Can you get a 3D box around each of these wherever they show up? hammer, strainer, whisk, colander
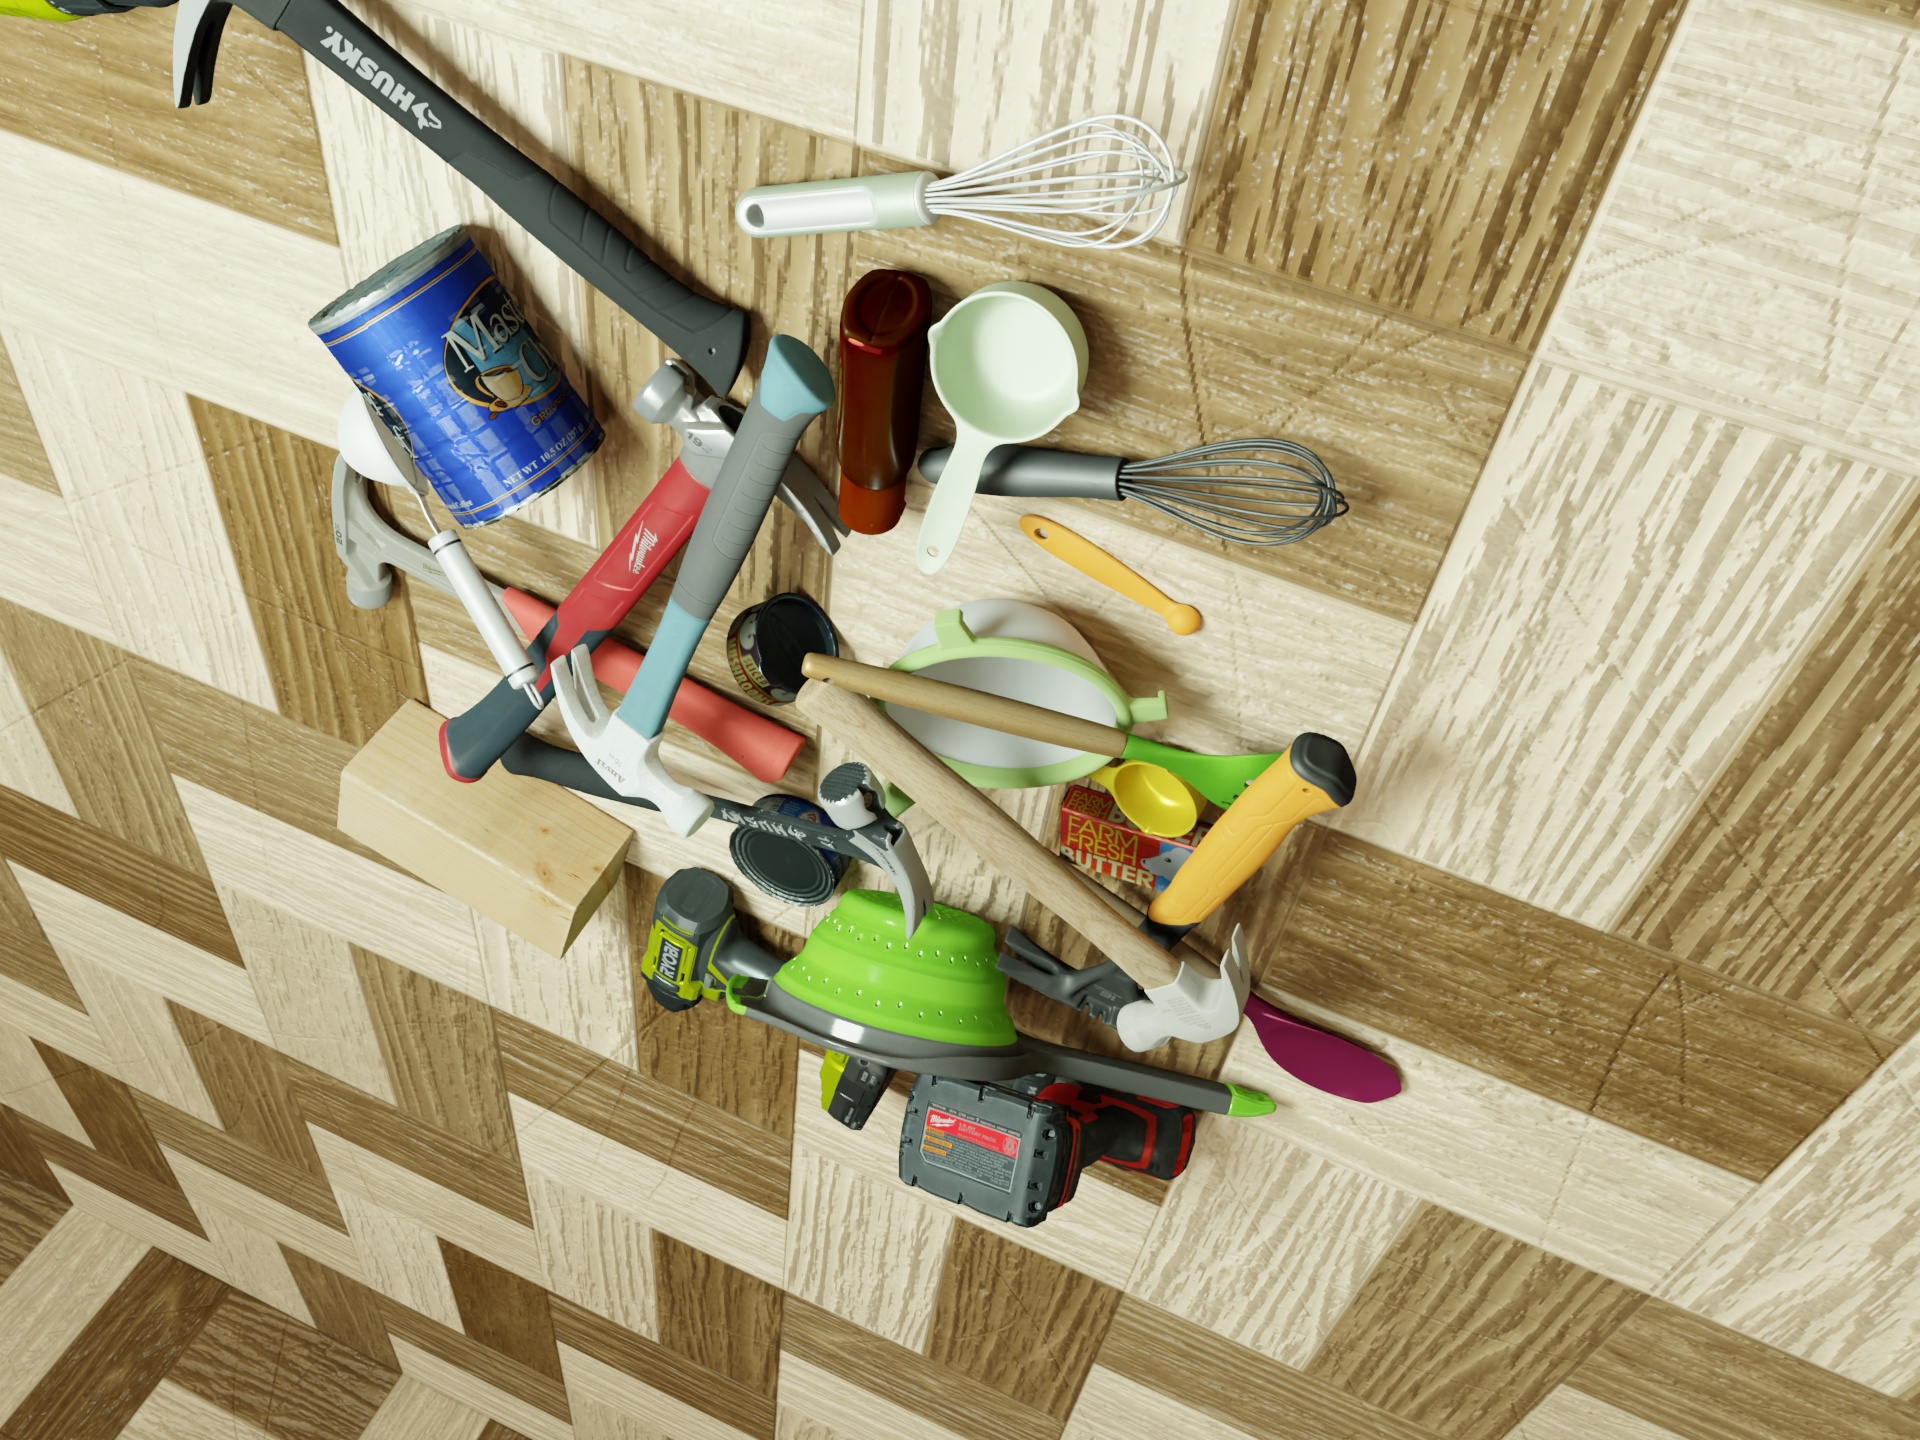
[{"bbox_3d":[-0.227,-0.057,1.021,0.143,0.038,0.386,41,128,-10],"label":"hammer"},{"bbox_3d":[-0.002,-0.003,0.959,0.151,0.069,0.256,20,146,-23],"label":"strainer"},{"bbox_3d":[0.130,0.100,0.942,0.127,0.034,0.336,26,144,-3],"label":"hammer"},{"bbox_3d":[-0.149,-0.076,0.921,0.128,0.033,0.330,37,127,7],"label":"hammer"},{"bbox_3d":[-0.186,0.057,1.100,0.409,0.036,0.149,11,144,38],"label":"hammer"},{"bbox_3d":[-0.330,-0.118,1.000,0.258,0.050,0.087,60,179,-2],"label":"strainer"},{"bbox_3d":[0.040,0.082,0.918,0.331,0.031,0.130,41,141,-17],"label":"hammer"},{"bbox_3d":[-0.269,-0.062,1.088,0.359,0.037,0.149,28,139,5],"label":"hammer"},{"bbox_3d":[-0.248,-0.287,0.831,0.334,0.035,0.146,38,112,-15],"label":"hammer"},{"bbox_3d":[-0.008,-0.246,0.748,0.246,0.059,0.057,7,121,32],"label":"whisk"},{"bbox_3d":[0.081,-0.122,0.817,0.239,0.055,0.055,10,135,28],"label":"whisk"},{"bbox_3d":[0.040,0.194,1.115,0.397,0.094,0.204,14,180,-7],"label":"colander"}]

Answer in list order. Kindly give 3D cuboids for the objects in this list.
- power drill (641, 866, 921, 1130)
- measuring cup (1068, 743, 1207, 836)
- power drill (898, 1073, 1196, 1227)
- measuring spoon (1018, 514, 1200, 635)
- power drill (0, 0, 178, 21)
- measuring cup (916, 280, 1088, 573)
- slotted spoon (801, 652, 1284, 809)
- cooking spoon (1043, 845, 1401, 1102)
[{"bbox_3d":[-0.150,0.226,1.274,0.223,0.080,0.171,29,139,7],"label":"power drill"},{"bbox_3d":[0.082,0.018,0.976,0.157,0.029,0.062,28,140,21],"label":"measuring cup"},{"bbox_3d":[0.045,0.286,1.139,0.188,0.080,0.226,11,179,32],"label":"power drill"},{"bbox_3d":[0.081,-0.080,0.882,0.117,0.011,0.021,32,139,-1],"label":"measuring spoon"},{"bbox_3d":[-0.499,-0.468,0.798,0.190,0.080,0.228,14,139,19],"label":"power drill"},{"bbox_3d":[0.012,-0.148,0.817,0.083,0.038,0.167,28,128,5],"label":"measuring cup"},{"bbox_3d":[0.064,0.009,0.878,0.313,0.031,0.070,15,148,-13],"label":"slotted spoon"},{"bbox_3d":[0.166,0.169,1.052,0.318,0.017,0.068,35,140,-14],"label":"cooking spoon"}]
